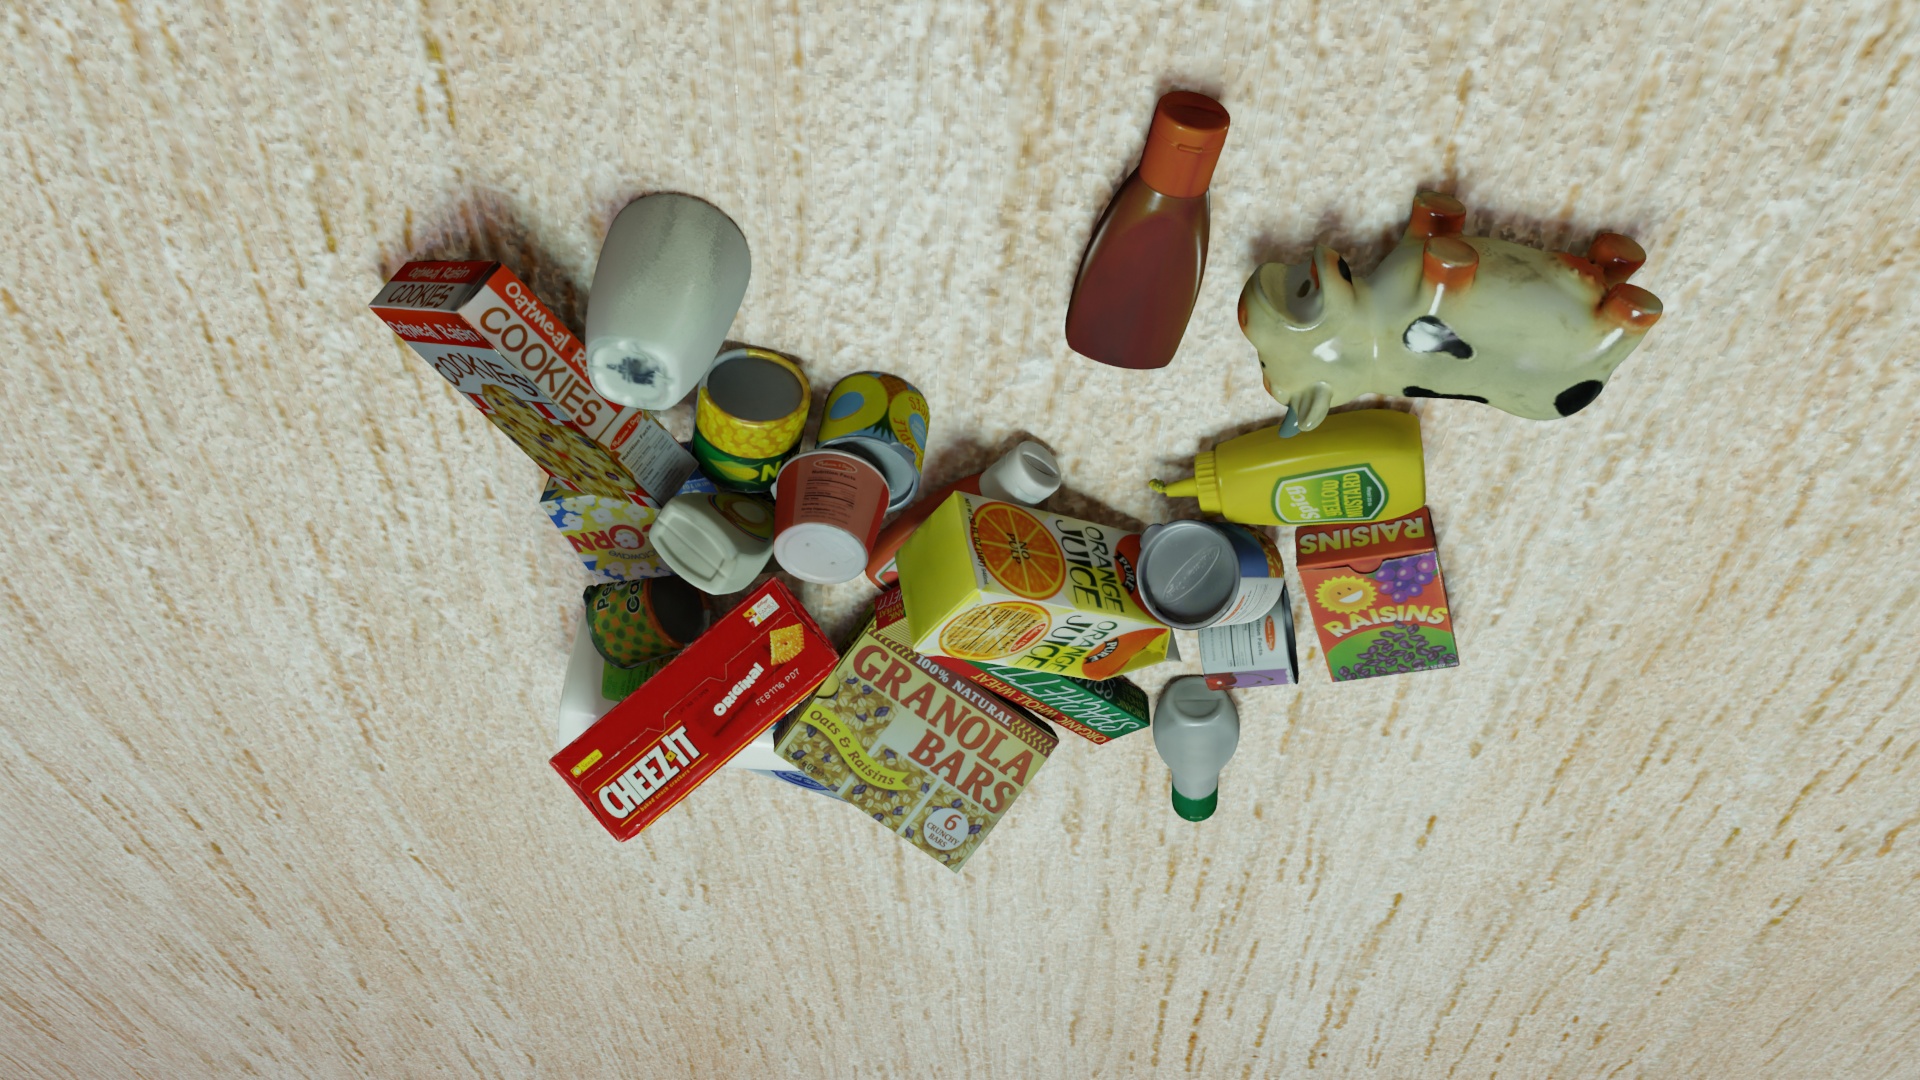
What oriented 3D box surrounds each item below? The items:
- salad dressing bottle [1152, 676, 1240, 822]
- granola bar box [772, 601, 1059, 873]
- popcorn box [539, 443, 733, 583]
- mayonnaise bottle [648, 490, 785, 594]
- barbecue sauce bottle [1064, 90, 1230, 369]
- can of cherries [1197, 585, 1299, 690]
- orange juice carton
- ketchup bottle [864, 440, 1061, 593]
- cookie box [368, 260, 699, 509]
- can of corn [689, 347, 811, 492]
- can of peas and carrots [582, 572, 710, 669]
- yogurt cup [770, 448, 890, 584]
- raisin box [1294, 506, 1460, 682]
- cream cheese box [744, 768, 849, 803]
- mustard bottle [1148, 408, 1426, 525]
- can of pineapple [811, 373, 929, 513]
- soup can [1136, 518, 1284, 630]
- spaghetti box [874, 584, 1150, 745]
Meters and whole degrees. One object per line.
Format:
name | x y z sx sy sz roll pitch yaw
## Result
salad dressing bottle | 0.179 0.163 1.058 0.064 0.044 0.146 -2 139 6
granola bar box | -0.032 0.142 0.992 0.165 0.039 0.124 36 94 -13
popcorn box | -0.200 -0.017 0.918 0.126 0.038 0.085 -7 137 16
mayonnaise bottle | -0.124 -0.007 0.846 0.065 0.148 0.041 39 110 12
barbecue sauce bottle | 0.099 -0.156 0.713 0.065 0.044 0.147 11 138 -3
can of cherries | 0.193 0.067 0.931 0.058 0.072 0.071 -8 136 17
orange juice carton | 0.061 0.034 0.867 0.193 0.072 0.072 12 140 -34
ketchup bottle | 0.003 -0.011 0.890 0.064 0.044 0.148 27 135 -27
cookie box | -0.246 -0.090 0.805 0.123 0.040 0.167 11 150 46
can of corn | -0.123 -0.071 0.825 0.071 0.071 0.058 13 138 -6
can of peas and carrots | -0.220 0.050 0.977 0.058 0.071 0.070 -19 132 26
yogurt cup | -0.077 -0.011 0.804 0.072 0.054 0.072 3 139 3
raisin box | 0.272 0.038 0.906 0.086 0.040 0.123 -9 135 20
cream cheese box | -0.125 0.181 1.140 0.104 0.024 0.053 22 136 -15
mustard bottle | 0.192 -0.038 0.826 0.160 0.049 0.065 -7 135 16
can of pineapple | -0.052 -0.058 0.834 0.071 0.058 0.070 4 139 4
soup can | 0.154 0.019 0.859 0.071 0.071 0.084 -21 168 29
spaghetti box | 0.044 0.087 0.969 0.050 0.029 0.250 -27 139 32
